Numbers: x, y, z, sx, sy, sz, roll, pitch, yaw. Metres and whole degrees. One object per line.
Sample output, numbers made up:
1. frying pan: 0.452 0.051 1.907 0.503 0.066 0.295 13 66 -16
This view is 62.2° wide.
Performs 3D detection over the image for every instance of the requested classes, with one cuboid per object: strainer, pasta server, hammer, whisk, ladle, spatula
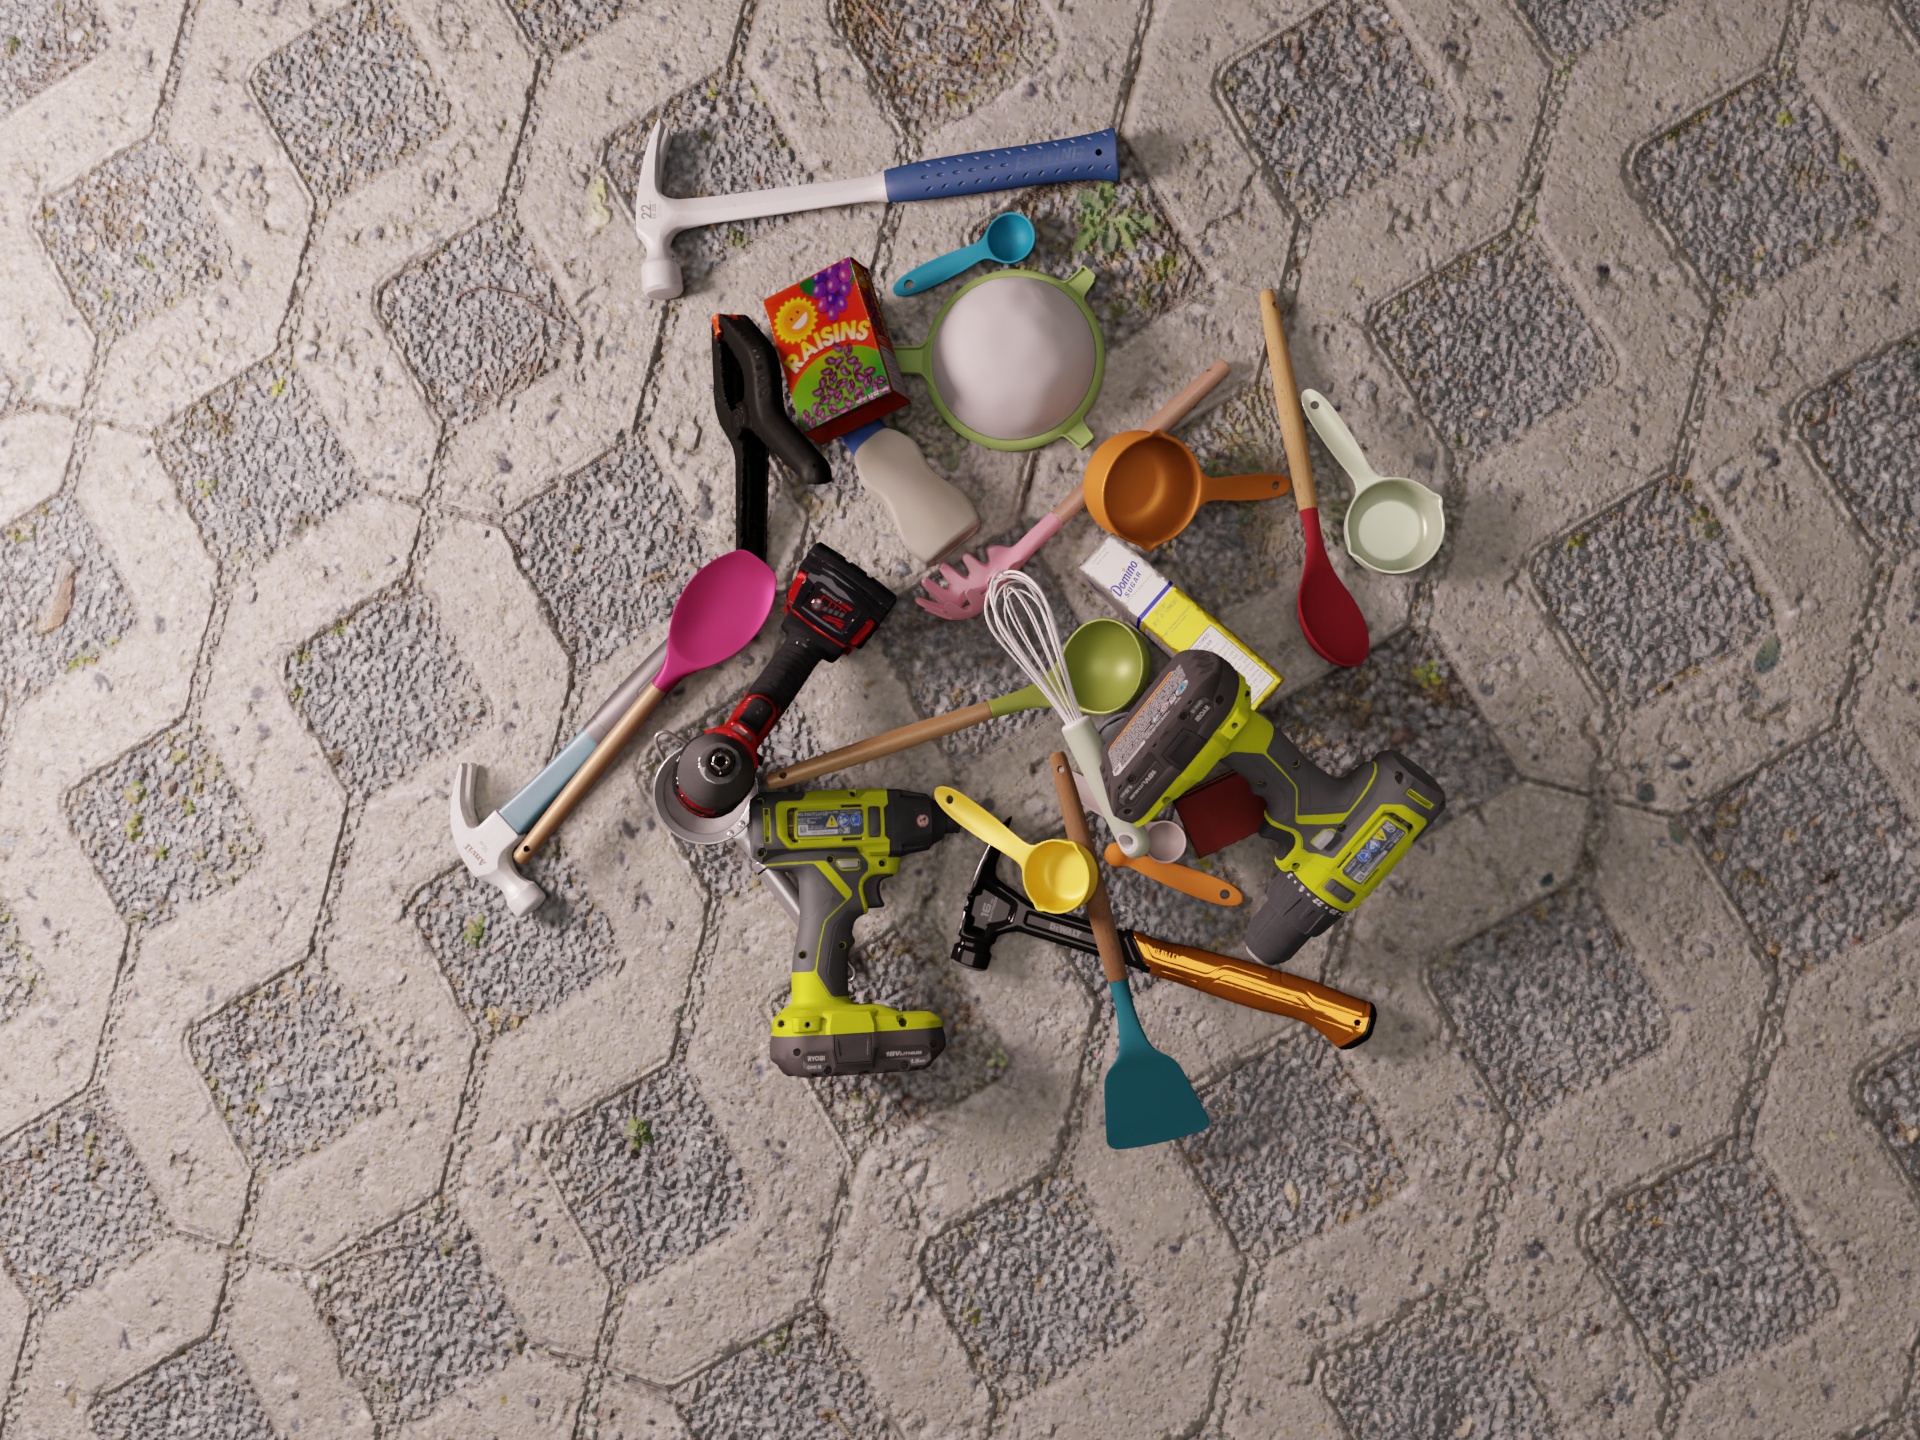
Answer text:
1. strainer: -0.168 0.113 1.311 0.087 0.050 0.258 -37 90 0
2. pasta server: 0.095 -0.187 1.291 0.316 0.060 0.040 -42 125 1
3. hammer: -0.296 0.007 1.332 0.331 0.033 0.128 -45 85 3
4. hammer: 0.168 0.184 1.272 0.337 0.034 0.127 17 91 7
5. whisk: 0.085 -0.005 1.222 0.058 0.059 0.246 -25 93 40
6. strainer: -0.011 -0.299 1.290 0.256 0.069 0.151 1 88 5
7. ladle: -0.002 -0.004 1.261 0.320 0.062 0.078 -18 72 -4
8. hammer: -0.073 -0.448 1.319 0.405 0.035 0.144 -6 88 6
9. spatula: 0.116 0.179 1.251 0.082 0.044 0.317 -15 84 8
10. ladle: 0.273 -0.194 1.272 0.069 0.031 0.315 -5 82 -35

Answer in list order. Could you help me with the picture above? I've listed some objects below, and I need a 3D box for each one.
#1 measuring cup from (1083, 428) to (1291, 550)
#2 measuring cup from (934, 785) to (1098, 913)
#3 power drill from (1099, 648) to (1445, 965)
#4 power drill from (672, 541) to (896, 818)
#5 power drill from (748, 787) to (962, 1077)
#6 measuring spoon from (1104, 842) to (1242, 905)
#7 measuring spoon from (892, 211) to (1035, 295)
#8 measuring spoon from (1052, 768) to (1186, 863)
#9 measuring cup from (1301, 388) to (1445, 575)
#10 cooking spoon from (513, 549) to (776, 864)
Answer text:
1. measuring cup: 0.179 -0.189 1.273 0.173 0.052 0.095 -6 109 -23
2. measuring cup: 0.043 0.095 1.254 0.157 0.029 0.062 34 106 28
3. power drill: 0.219 0.069 1.186 0.228 0.080 0.190 32 109 -15
4. power drill: -0.146 -0.024 1.239 0.078 0.143 0.220 35 76 -5
5. power drill: -0.079 0.166 1.269 0.171 0.080 0.223 -1 82 -11
6. measuring spoon: 0.172 0.125 1.284 0.117 0.011 0.021 20 91 7
7. measuring spoon: 0.004 -0.381 1.322 0.128 0.021 0.042 -20 85 15
8. measuring spoon: 0.128 0.075 1.293 0.124 0.018 0.034 33 86 13
9. measuring cup: 0.319 -0.190 1.266 0.083 0.038 0.167 -32 83 5
10. cooking spoon: -0.263 -0.008 1.303 0.068 0.017 0.319 39 92 -5
